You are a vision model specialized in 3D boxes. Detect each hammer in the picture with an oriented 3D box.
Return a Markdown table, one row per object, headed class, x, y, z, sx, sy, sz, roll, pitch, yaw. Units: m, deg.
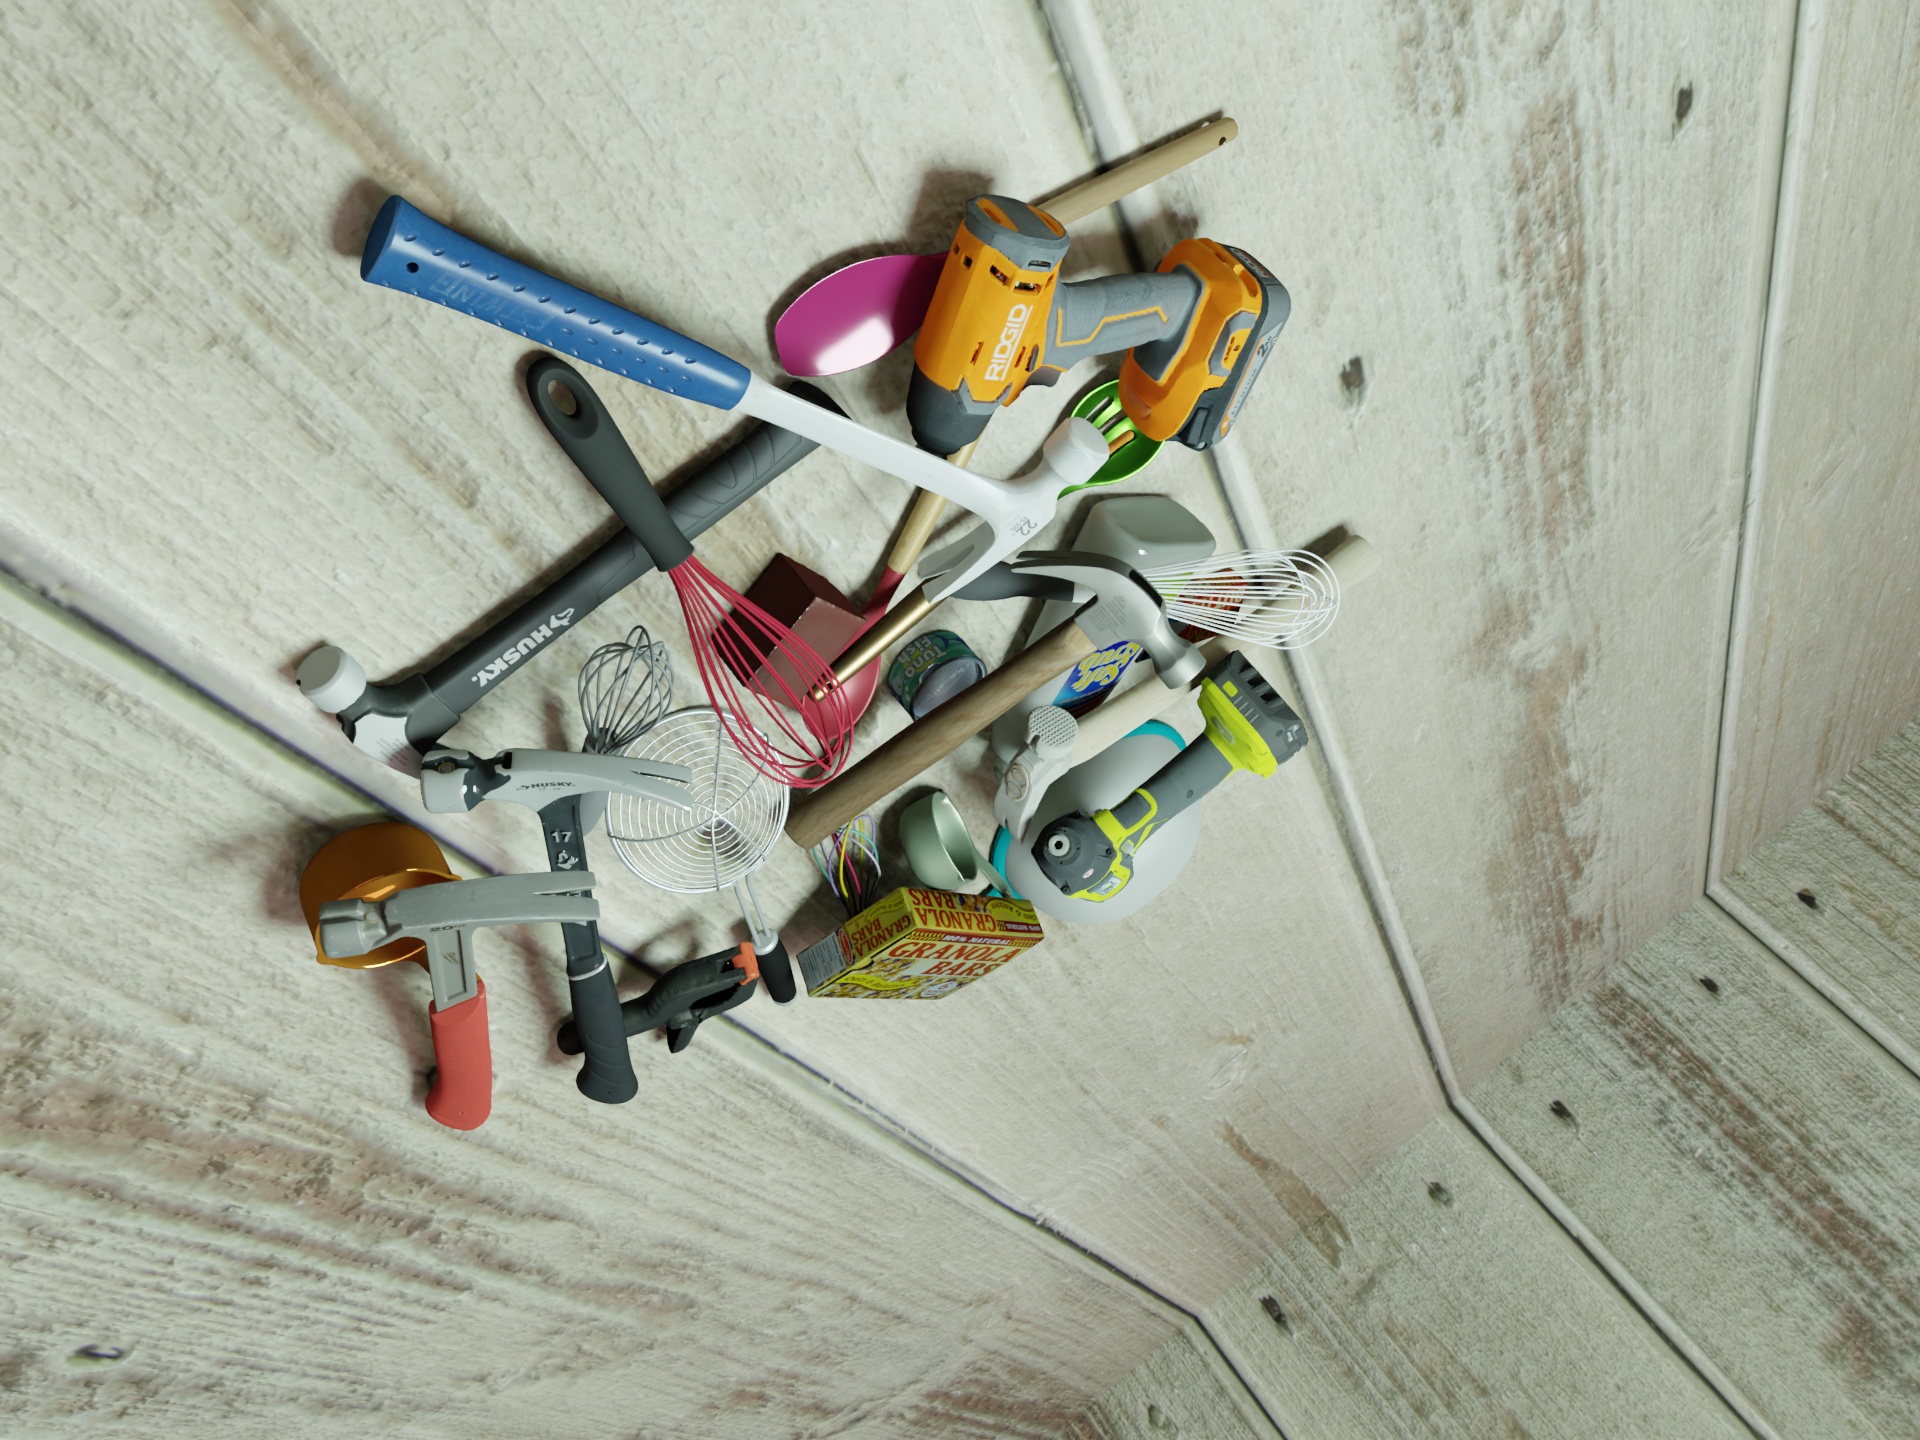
| class | x | y | z | sx | sy | sz | roll | pitch | yaw |
| --- | --- | --- | --- | --- | --- | --- | --- | --- | --- |
| hammer | -0.243 | 0.150 | 1.047 | 0.149 | 0.036 | 0.408 | -2 | 141 | -7 |
| hammer | -0.314 | 0.192 | 1.026 | 0.149 | 0.037 | 0.358 | -5 | 150 | -17 |
| hammer | -0.002 | -0.004 | 1.096 | 0.331 | 0.130 | 0.031 | -34 | -167 | 27 |
| hammer | -0.111 | -0.165 | 0.838 | 0.405 | 0.035 | 0.144 | 17 | 133 | -37 |
| hammer | 0.190 | -0.040 | 1.262 | 0.410 | 0.038 | 0.146 | -31 | 157 | -29 |
| hammer | -0.201 | -0.083 | 0.918 | 0.335 | 0.035 | 0.146 | -38 | 145 | -4 |

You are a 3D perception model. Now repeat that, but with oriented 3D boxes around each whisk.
| class | x | y | z | sx | sy | sz | roll | pitch | yaw |
| --- | --- | --- | --- | --- | --- | --- | --- | --- | --- |
| whisk | -0.085 | 0.153 | 1.281 | 0.051 | 0.047 | 0.244 | -12 | 143 | -8 |
| whisk | 0.117 | -0.088 | 1.086 | 0.284 | 0.070 | 0.070 | 3 | 136 | 0 |
| whisk | -0.214 | 0.017 | 0.958 | 0.055 | 0.055 | 0.239 | -17 | 159 | -30 |
| whisk | -0.147 | -0.075 | 0.883 | 0.073 | 0.073 | 0.295 | -36 | 119 | -6 |

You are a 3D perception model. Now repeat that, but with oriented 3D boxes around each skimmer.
| class | x | y | z | sx | sy | sz | roll | pitch | yaw |
| --- | --- | --- | --- | --- | --- | --- | --- | --- | --- |
| skimmer | -0.169 | 0.119 | 1.176 | 0.127 | 0.090 | 0.363 | -34 | 155 | -16 |

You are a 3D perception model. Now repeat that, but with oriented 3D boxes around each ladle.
| class | x | y | z | sx | sy | sz | roll | pitch | yaw |
| --- | --- | --- | --- | --- | --- | --- | --- | --- | --- |
| ladle | -0.030 | -0.121 | 1.042 | 0.069 | 0.031 | 0.315 | -2 | 129 | -50 |

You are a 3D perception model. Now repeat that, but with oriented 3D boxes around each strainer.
| class | x | y | z | sx | sy | sz | roll | pitch | yaw |
| --- | --- | --- | --- | --- | --- | --- | --- | --- | --- |
| strainer | 0.090 | 0.150 | 1.392 | 0.340 | 0.095 | 0.210 | -41 | 145 | -1 |

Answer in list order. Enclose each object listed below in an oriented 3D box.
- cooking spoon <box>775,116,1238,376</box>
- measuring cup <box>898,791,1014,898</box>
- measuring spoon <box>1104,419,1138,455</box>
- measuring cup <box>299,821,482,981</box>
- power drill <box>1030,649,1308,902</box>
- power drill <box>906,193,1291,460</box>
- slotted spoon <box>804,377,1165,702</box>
| class | x | y | z | sx | sy | sz | roll | pitch | yaw |
| --- | --- | --- | --- | --- | --- | --- | --- | --- | --- |
| cooking spoon | 0.032 | -0.284 | 0.927 | 0.319 | 0.017 | 0.068 | -30 | 144 | -14 |
| measuring cup | -0.001 | 0.119 | 1.285 | 0.038 | 0.083 | 0.167 | -23 | 144 | 14 |
| measuring spoon | 0.102 | -0.192 | 1.104 | 0.117 | 0.011 | 0.021 | -39 | 139 | 5 |
| measuring cup | -0.346 | 0.124 | 0.998 | 0.095 | 0.052 | 0.173 | -32 | 149 | -9 |
| power drill | 0.156 | 0.052 | 1.228 | 0.223 | 0.080 | 0.171 | -41 | 162 | 5 |
| power drill | 0.073 | -0.219 | 0.957 | 0.226 | 0.084 | 0.164 | -4 | 134 | -35 |
| slotted spoon | 0.017 | -0.119 | 1.056 | 0.314 | 0.031 | 0.070 | -42 | 120 | -8 |
